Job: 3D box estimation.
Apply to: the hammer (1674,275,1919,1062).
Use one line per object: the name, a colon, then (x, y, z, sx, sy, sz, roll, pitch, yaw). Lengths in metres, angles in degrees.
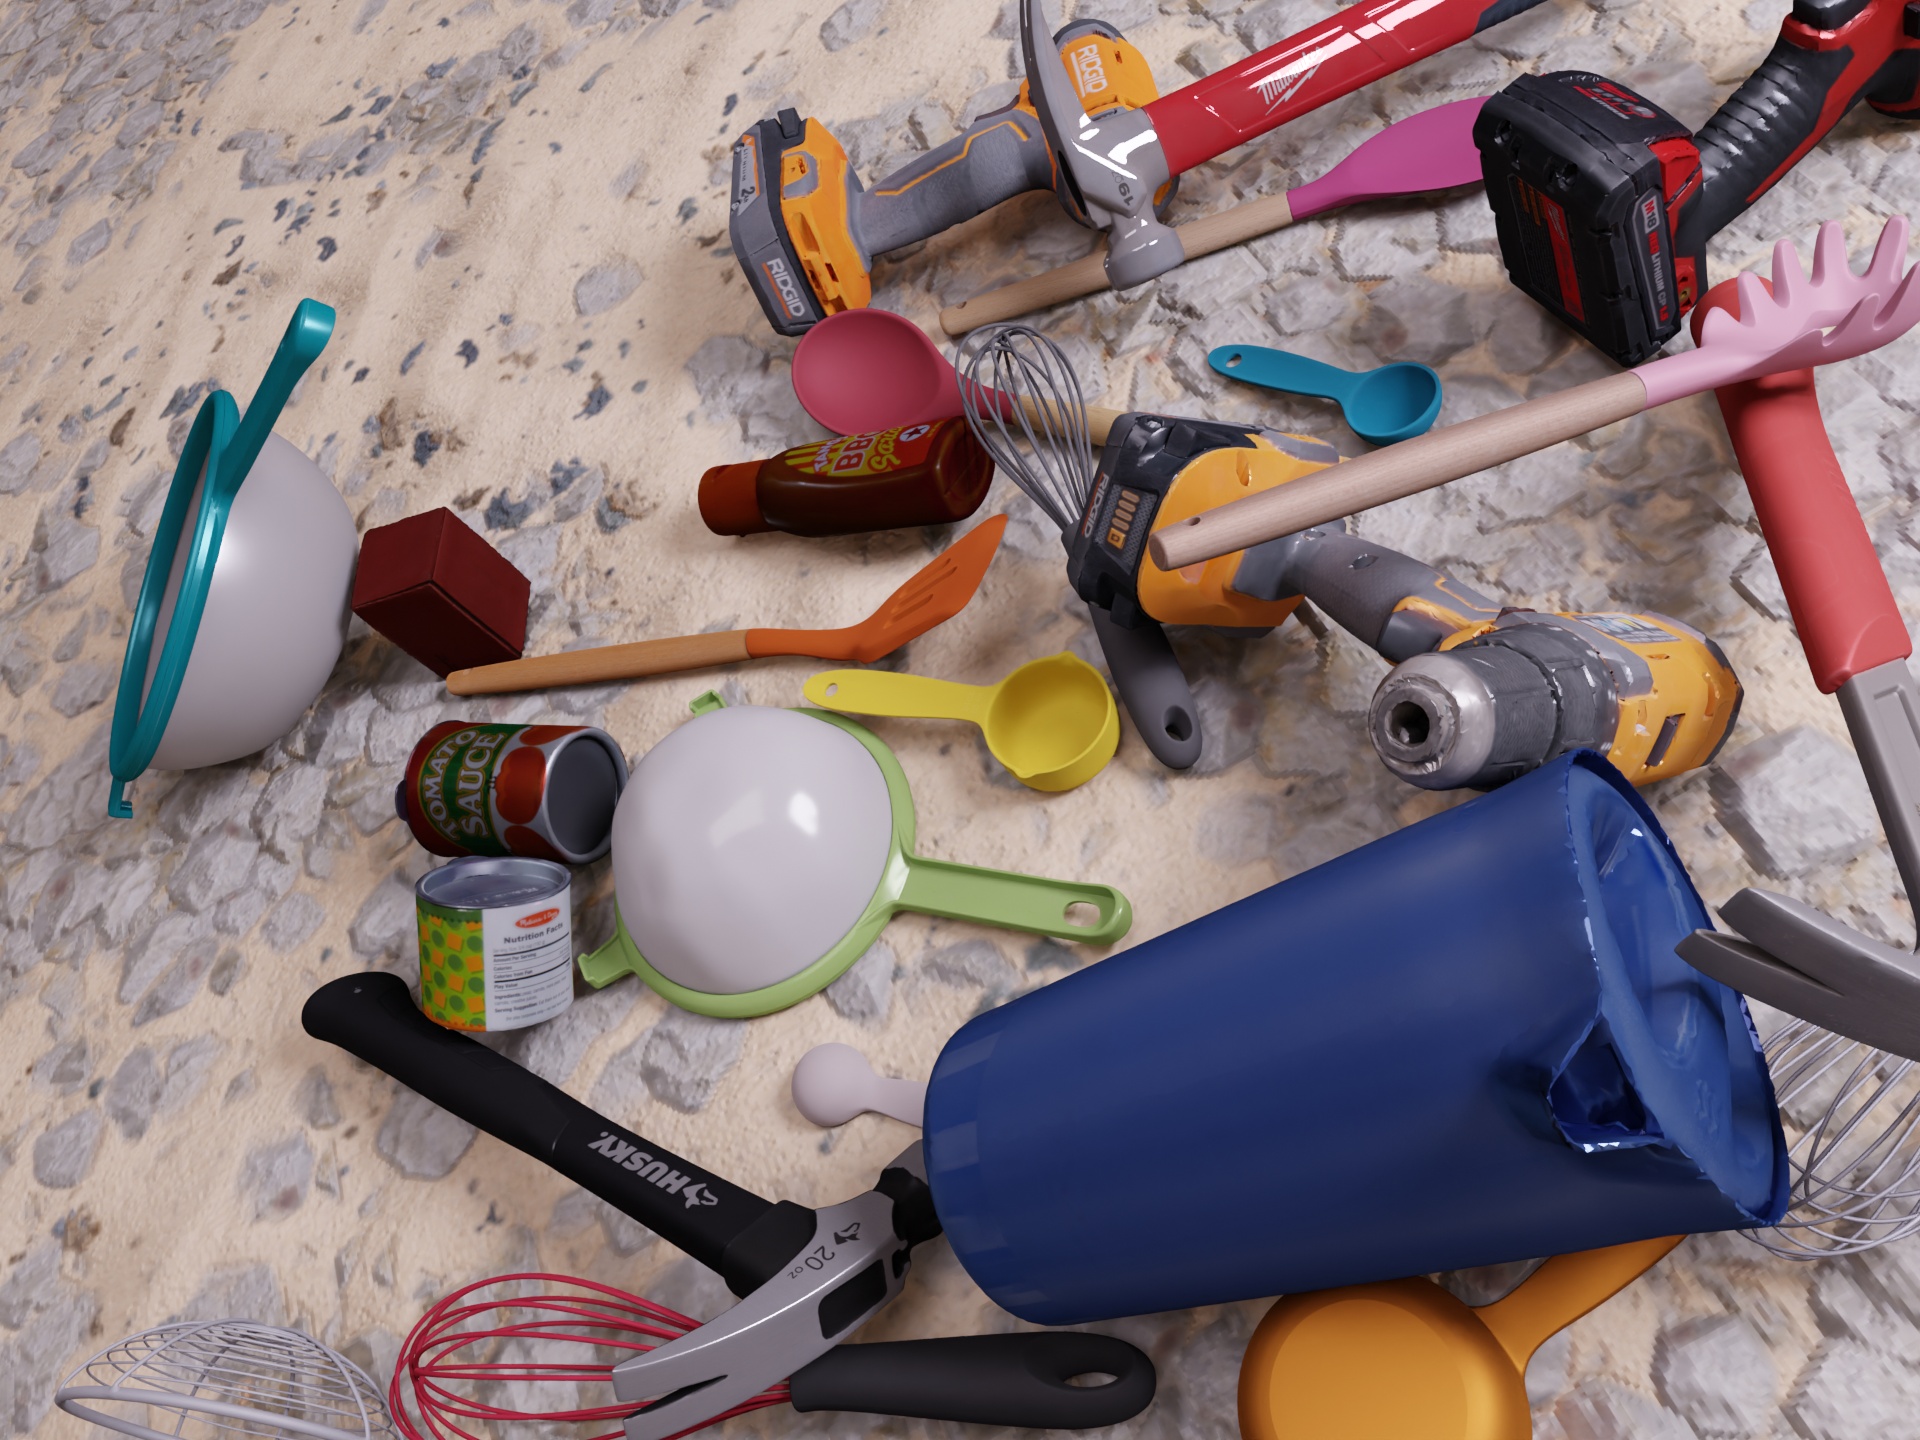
hammer: (0.279, -0.044, 0.521, 0.149, 0.036, 0.359, 18, 45, -7)

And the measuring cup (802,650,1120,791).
measuring cup: (-0.001, -0.002, 0.705, 0.156, 0.029, 0.062, 7, 65, 31)

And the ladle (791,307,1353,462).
ladle: (0.050, -0.147, 0.766, 0.316, 0.031, 0.069, 18, 88, 30)

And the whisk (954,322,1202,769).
whisk: (0.053, -0.082, 0.701, 0.055, 0.055, 0.239, -25, 65, 9)

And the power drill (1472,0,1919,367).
power drill: (0.319, -0.269, 0.620, 0.226, 0.187, 0.080, -37, 52, 5)

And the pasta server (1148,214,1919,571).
pasta server: (0.205, -0.111, 0.537, 0.316, 0.040, 0.060, -20, 29, -14)

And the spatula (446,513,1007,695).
spatula: (-0.125, -0.042, 0.776, 0.322, 0.041, 0.081, -6, 35, 23)

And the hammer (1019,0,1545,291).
hammer: (0.219, -0.349, 0.746, 0.386, 0.143, 0.038, -26, 14, -1)

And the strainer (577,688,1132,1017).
strainer: (-0.054, 0.053, 0.667, 0.256, 0.069, 0.151, 7, 64, 30)

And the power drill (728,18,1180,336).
power drill: (-0.005, -0.302, 0.851, 0.226, 0.084, 0.164, -15, 47, 11)

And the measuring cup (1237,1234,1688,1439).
measuring cup: (0.163, 0.190, 0.495, 0.173, 0.052, 0.095, -38, 53, 2)

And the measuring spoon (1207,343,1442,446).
measuring spoon: (0.164, -0.150, 0.726, 0.129, 0.021, 0.042, 29, 77, 44)

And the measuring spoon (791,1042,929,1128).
measuring spoon: (-0.015, 0.149, 0.624, 0.124, 0.018, 0.034, 5, 63, 26)

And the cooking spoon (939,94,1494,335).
cooking spoon: (0.138, -0.247, 0.791, 0.319, 0.017, 0.069, -14, 48, 16)

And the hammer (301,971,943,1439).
hammer: (-0.168, 0.169, 0.643, 0.335, 0.035, 0.146, 14, 31, 37)

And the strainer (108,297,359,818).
strainer: (-0.343, -0.091, 0.810, 0.340, 0.095, 0.211, -37, 48, 43)

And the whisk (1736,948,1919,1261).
whisk: (0.337, 0.060, 0.495, 0.284, 0.070, 0.070, -42, 53, -10)

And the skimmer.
skimmer: (-0.186, 0.343, 0.542, 0.090, 0.127, 0.364, -38, 60, -21)

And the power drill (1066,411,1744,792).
power drill: (0.141, -0.039, 0.570, 0.226, 0.185, 0.084, 34, 117, 37)

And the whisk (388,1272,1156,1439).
whisk: (-0.076, 0.239, 0.577, 0.296, 0.073, 0.073, -6, 59, 15)
